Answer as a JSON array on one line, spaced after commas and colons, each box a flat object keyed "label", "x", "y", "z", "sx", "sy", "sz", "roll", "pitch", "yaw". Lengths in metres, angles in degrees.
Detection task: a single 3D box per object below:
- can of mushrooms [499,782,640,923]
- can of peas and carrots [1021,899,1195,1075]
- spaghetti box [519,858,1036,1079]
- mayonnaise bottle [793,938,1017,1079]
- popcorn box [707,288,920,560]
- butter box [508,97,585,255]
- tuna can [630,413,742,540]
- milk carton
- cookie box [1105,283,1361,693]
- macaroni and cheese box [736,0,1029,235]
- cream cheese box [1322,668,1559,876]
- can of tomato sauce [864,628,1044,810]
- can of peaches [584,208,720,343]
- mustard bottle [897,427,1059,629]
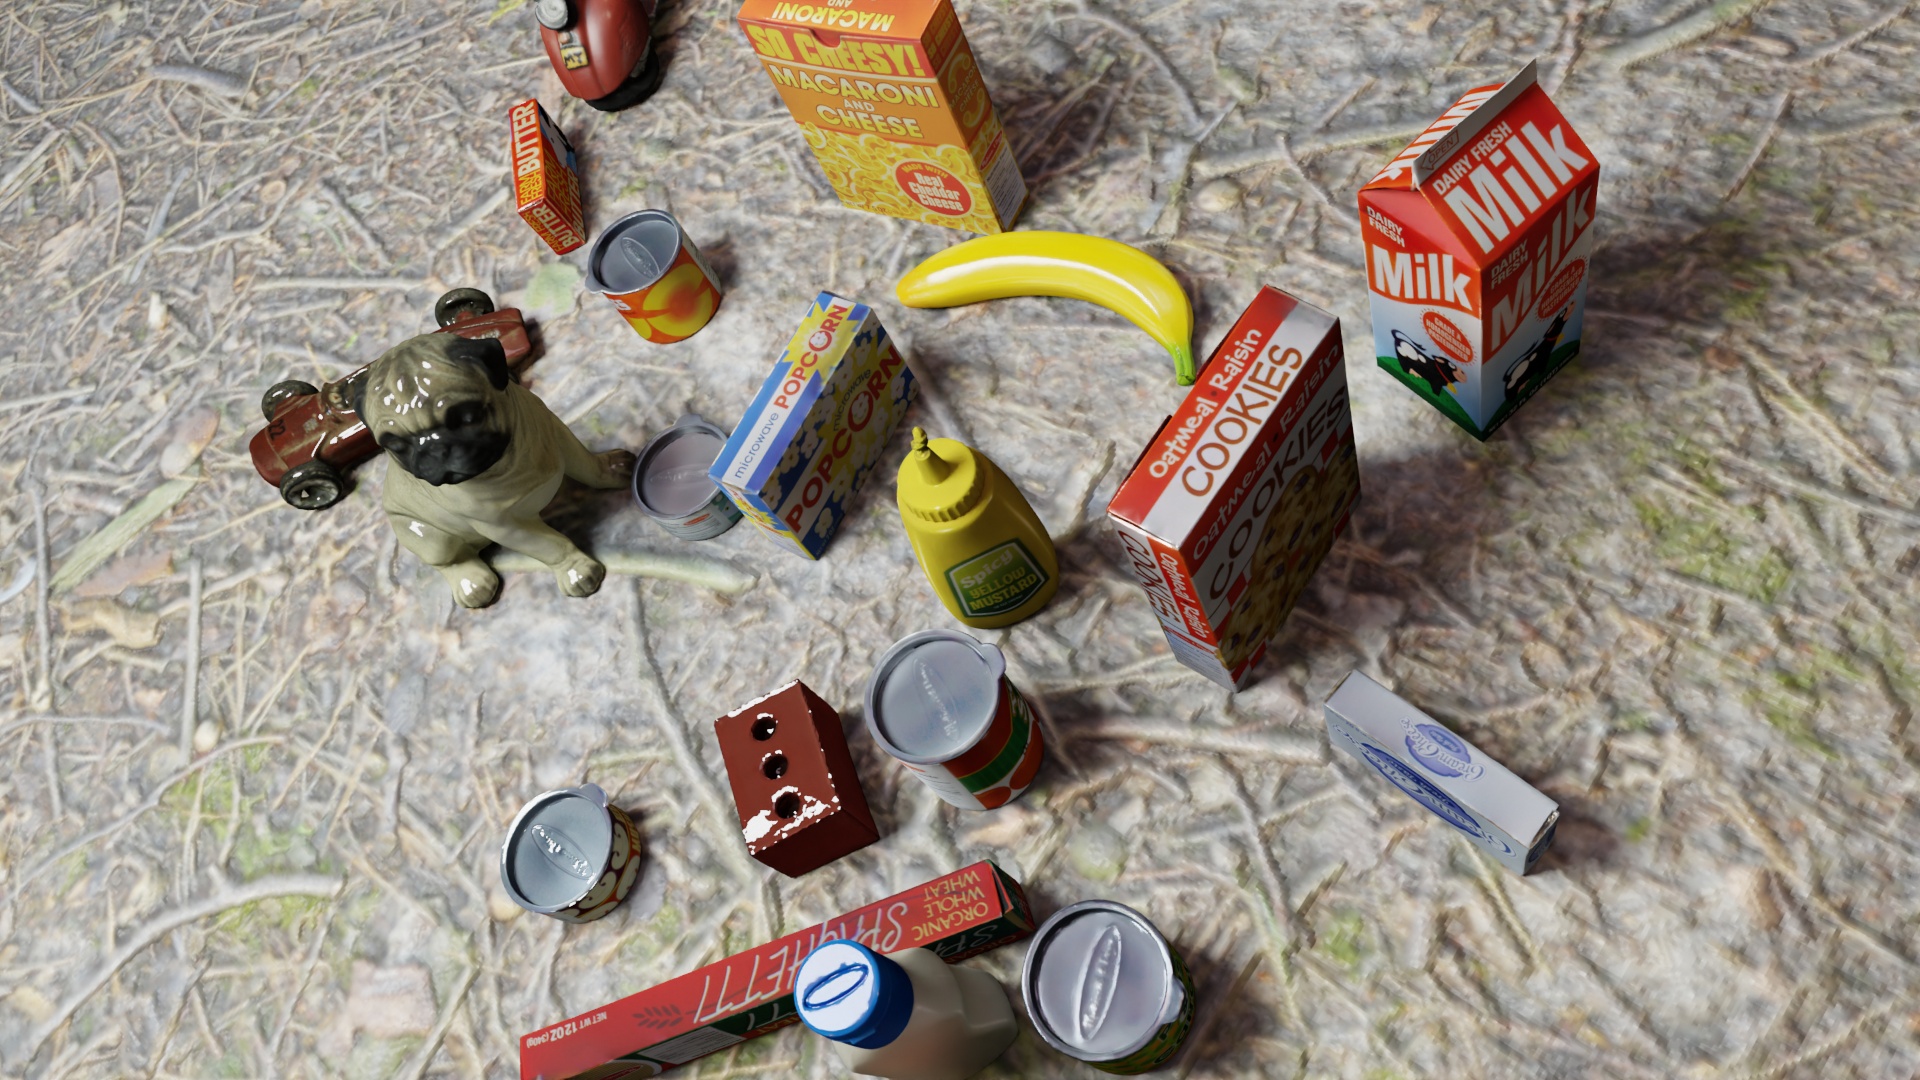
[{"label": "can of mushrooms", "x": -0.204, "y": 0.165, "z": 0.734, "sx": 0.071, "sy": 0.033, "sz": 0.071, "roll": -8, "pitch": 61, "yaw": 16}, {"label": "can of peas and carrots", "x": 0.068, "y": 0.196, "z": 0.606, "sx": 0.071, "sy": 0.058, "sz": 0.071, "roll": -8, "pitch": 61, "yaw": 16}, {"label": "spaghetti box", "x": -0.087, "y": 0.211, "z": 0.658, "sx": 0.250, "sy": 0.050, "sz": 0.029, "roll": -23, "pitch": 59, "yaw": 7}, {"label": "mayonnaise bottle", "x": -0.024, "y": 0.199, "z": 0.585, "sx": 0.065, "sy": 0.147, "sz": 0.041, "roll": -30, "pitch": 58, "yaw": 3}, {"label": "popcorn box", "x": -0.079, "y": -0.063, "z": 0.779, "sx": 0.038, "sy": 0.085, "sz": 0.127, "roll": 21, "pitch": 72, "yaw": 27}, {"label": "butter box", "x": -0.290, "y": -0.255, "z": 0.973, "sx": 0.024, "sy": 0.053, "sz": 0.104, "roll": -20, "pitch": 59, "yaw": 9}, {"label": "tuna can", "x": -0.158, "y": -0.037, "z": 0.824, "sx": 0.071, "sy": 0.032, "sz": 0.071, "roll": -8, "pitch": 61, "yaw": 16}, {"label": "milk carton", "x": 0.237, "y": -0.133, "z": 0.641, "sx": 0.072, "sy": 0.190, "sz": 0.073, "roll": -42, "pitch": 58, "yaw": -4}, {"label": "cookie box", "x": 0.130, "y": -0.017, "z": 0.632, "sx": 0.040, "sy": 0.167, "sz": 0.123, "roll": 29, "pitch": 76, "yaw": 29}, {"label": "macaroni and cheese box", "x": -0.041, "y": -0.252, "z": 0.816, "sx": 0.124, "sy": 0.166, "sz": 0.040, "roll": 17, "pitch": 71, "yaw": 26}, {"label": "cream cheese box", "x": 0.209, "y": 0.101, "z": 0.609, "sx": 0.104, "sy": 0.053, "sz": 0.024, "roll": 37, "pitch": 80, "yaw": 31}, {"label": "can of tomato sauce", "x": 0.001, "y": 0.087, "z": 0.673, "sx": 0.071, "sy": 0.083, "sz": 0.071, "roll": -8, "pitch": 62, "yaw": 16}, {"label": "can of peaches", "x": -0.197, "y": -0.167, "z": 0.891, "sx": 0.071, "sy": 0.058, "sz": 0.071, "roll": -8, "pitch": 61, "yaw": 16}, {"label": "mustard bottle", "x": 0.002, "y": -0.008, "z": 0.677, "sx": 0.065, "sy": 0.159, "sz": 0.049, "roll": -27, "pitch": 58, "yaw": 5}]
